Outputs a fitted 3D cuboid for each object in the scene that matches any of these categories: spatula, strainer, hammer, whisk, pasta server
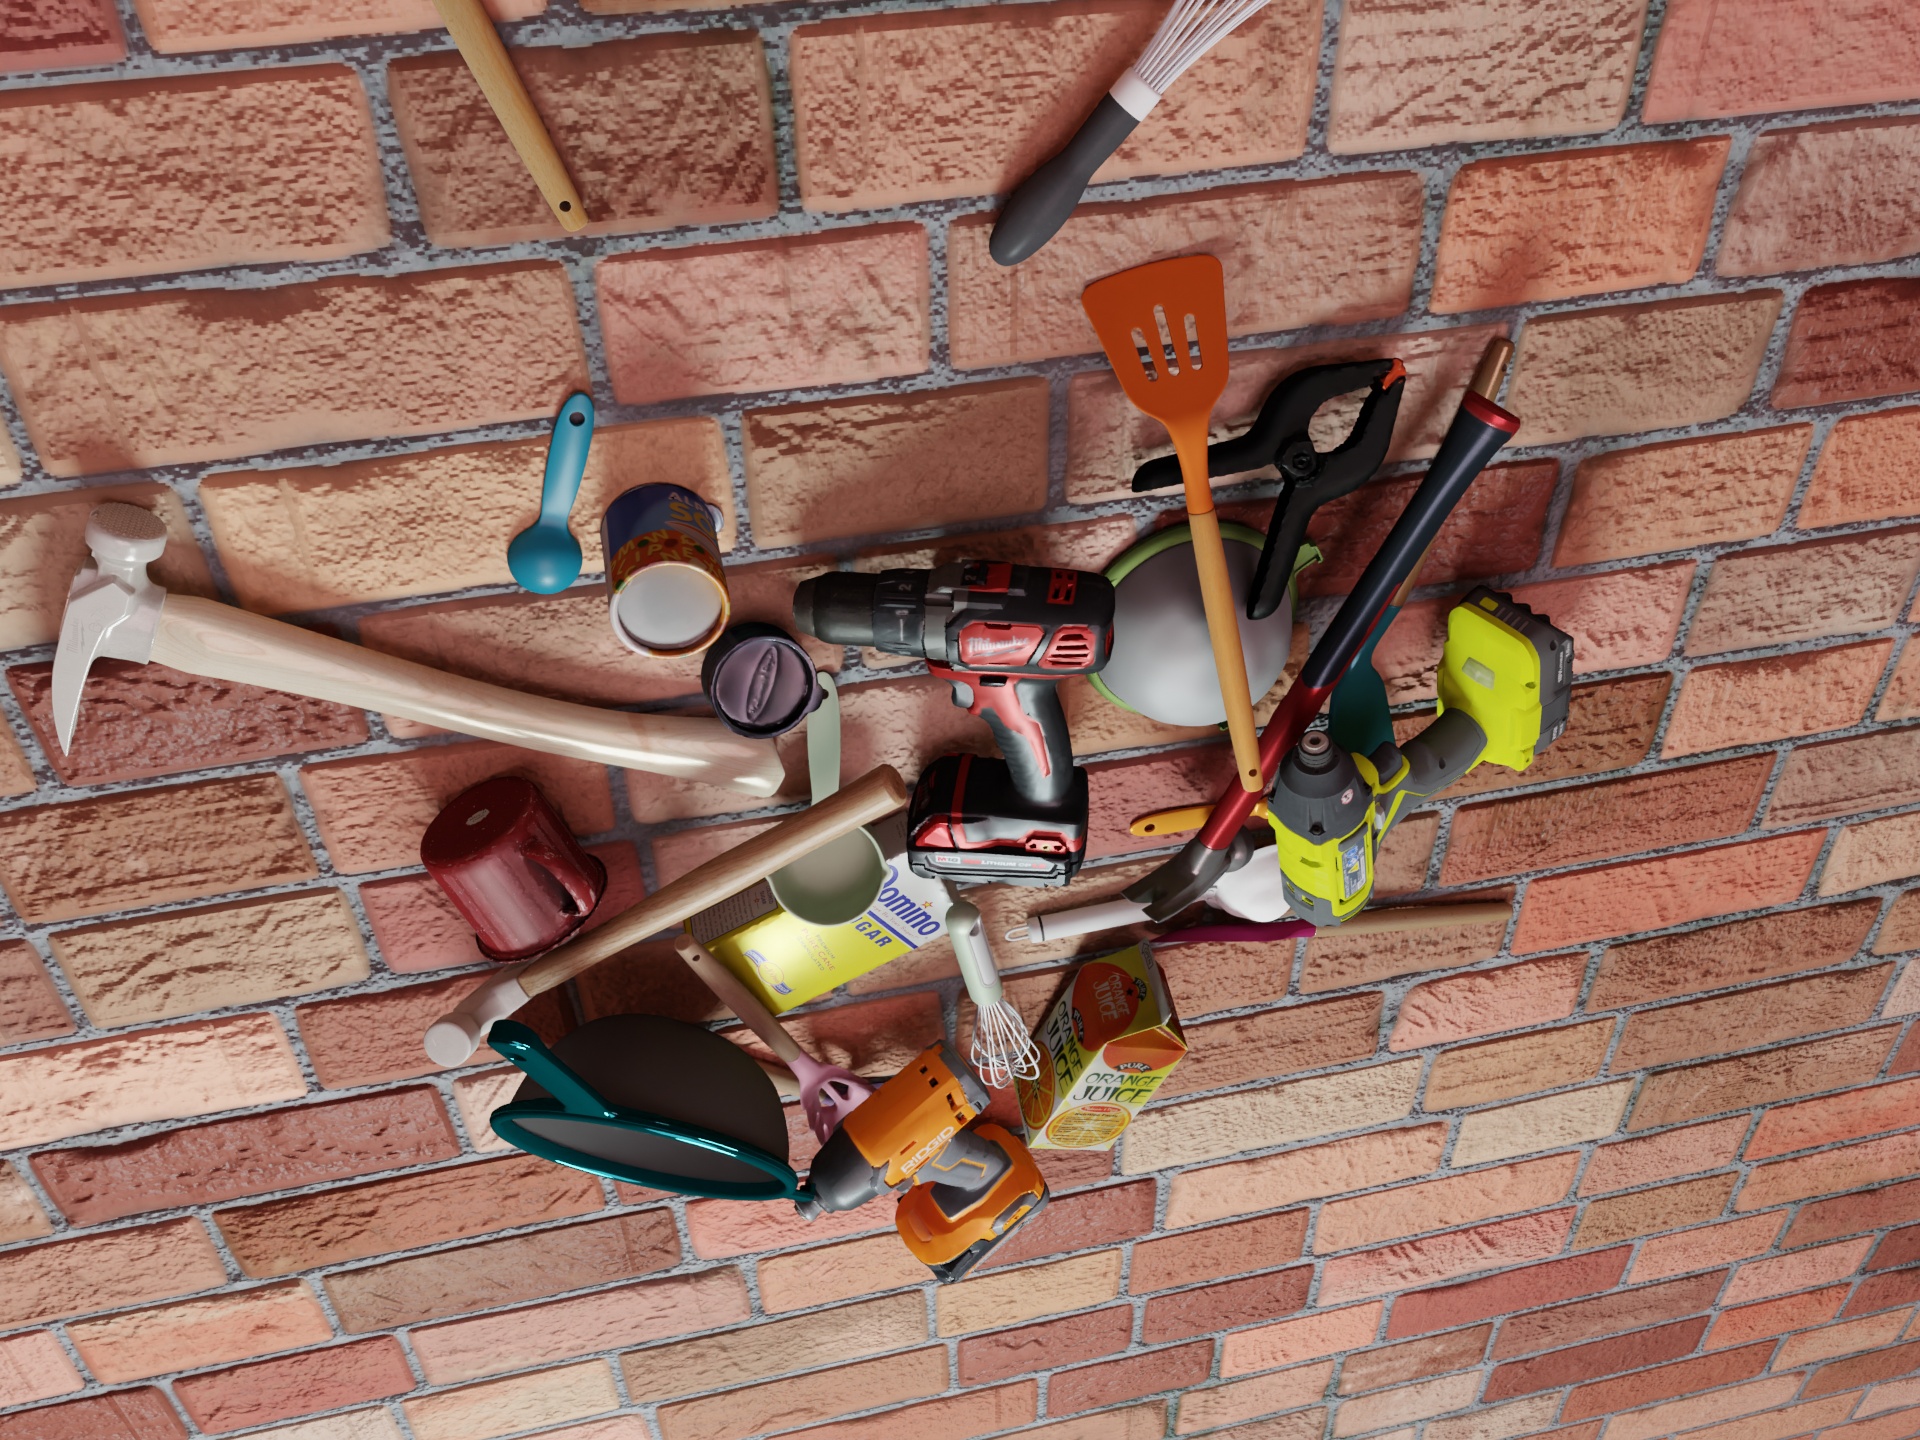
[{"bbox_3d":[0.143,-0.103,0.930,0.081,0.041,0.322,-15,114,0],"label":"spatula"},{"bbox_3d":[0.107,-0.053,0.997,0.256,0.069,0.151,7,125,-23],"label":"strainer"},{"bbox_3d":[0.225,-0.031,1.006,0.143,0.038,0.386,-22,145,-53],"label":"hammer"},{"bbox_3d":[-0.300,-0.004,0.936,0.410,0.038,0.146,15,118,-27],"label":"hammer"},{"bbox_3d":[0.021,0.203,1.165,0.058,0.059,0.246,-54,150,-27],"label":"whisk"},{"bbox_3d":[-0.217,0.226,1.037,0.211,0.095,0.340,4,151,14],"label":"strainer"},{"bbox_3d":[0.109,-0.336,0.788,0.070,0.070,0.284,27,121,-32],"label":"whisk"},{"bbox_3d":[0.301,-0.095,1.038,0.082,0.044,0.317,-14,133,-37],"label":"spatula"},{"bbox_3d":[-0.125,0.229,1.120,0.060,0.040,0.315,-39,143,-9],"label":"pasta server"},{"bbox_3d":[0.160,0.138,1.186,0.258,0.050,0.086,-11,144,-3],"label":"strainer"},{"bbox_3d":[-0.126,0.279,1.227,0.315,0.018,0.059,24,107,-31],"label":"spatula"},{"bbox_3d":[-0.178,0.113,0.997,0.331,0.130,0.031,-29,98,14],"label":"hammer"}]

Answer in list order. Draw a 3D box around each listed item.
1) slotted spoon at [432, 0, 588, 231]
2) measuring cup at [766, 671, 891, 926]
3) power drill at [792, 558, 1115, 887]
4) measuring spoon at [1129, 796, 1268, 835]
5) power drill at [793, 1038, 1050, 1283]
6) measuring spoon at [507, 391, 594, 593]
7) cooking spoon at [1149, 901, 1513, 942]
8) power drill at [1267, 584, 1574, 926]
[{"bbox_3d":[-0.239,-0.353,0.689,0.070,0.031,0.313,-21,132,4],"label":"slotted spoon"},{"bbox_3d":[-0.086,0.049,1.032,0.083,0.038,0.167,0,100,1],"label":"measuring cup"},{"bbox_3d":[-0.002,-0.003,0.980,0.188,0.080,0.226,4,133,7],"label":"power drill"},{"bbox_3d":[0.179,0.072,1.155,0.117,0.011,0.021,-8,129,-10],"label":"measuring spoon"},{"bbox_3d":[-0.030,0.354,1.232,0.164,0.084,0.226,-39,140,-8],"label":"power drill"},{"bbox_3d":[-0.222,-0.121,0.879,0.042,0.021,0.128,8,126,-22],"label":"measuring spoon"},{"bbox_3d":[0.297,0.160,1.245,0.318,0.069,0.017,-2,83,-19],"label":"cooking spoon"},{"bbox_3d":[0.296,0.018,1.043,0.223,0.080,0.171,-37,141,-16],"label":"power drill"}]
